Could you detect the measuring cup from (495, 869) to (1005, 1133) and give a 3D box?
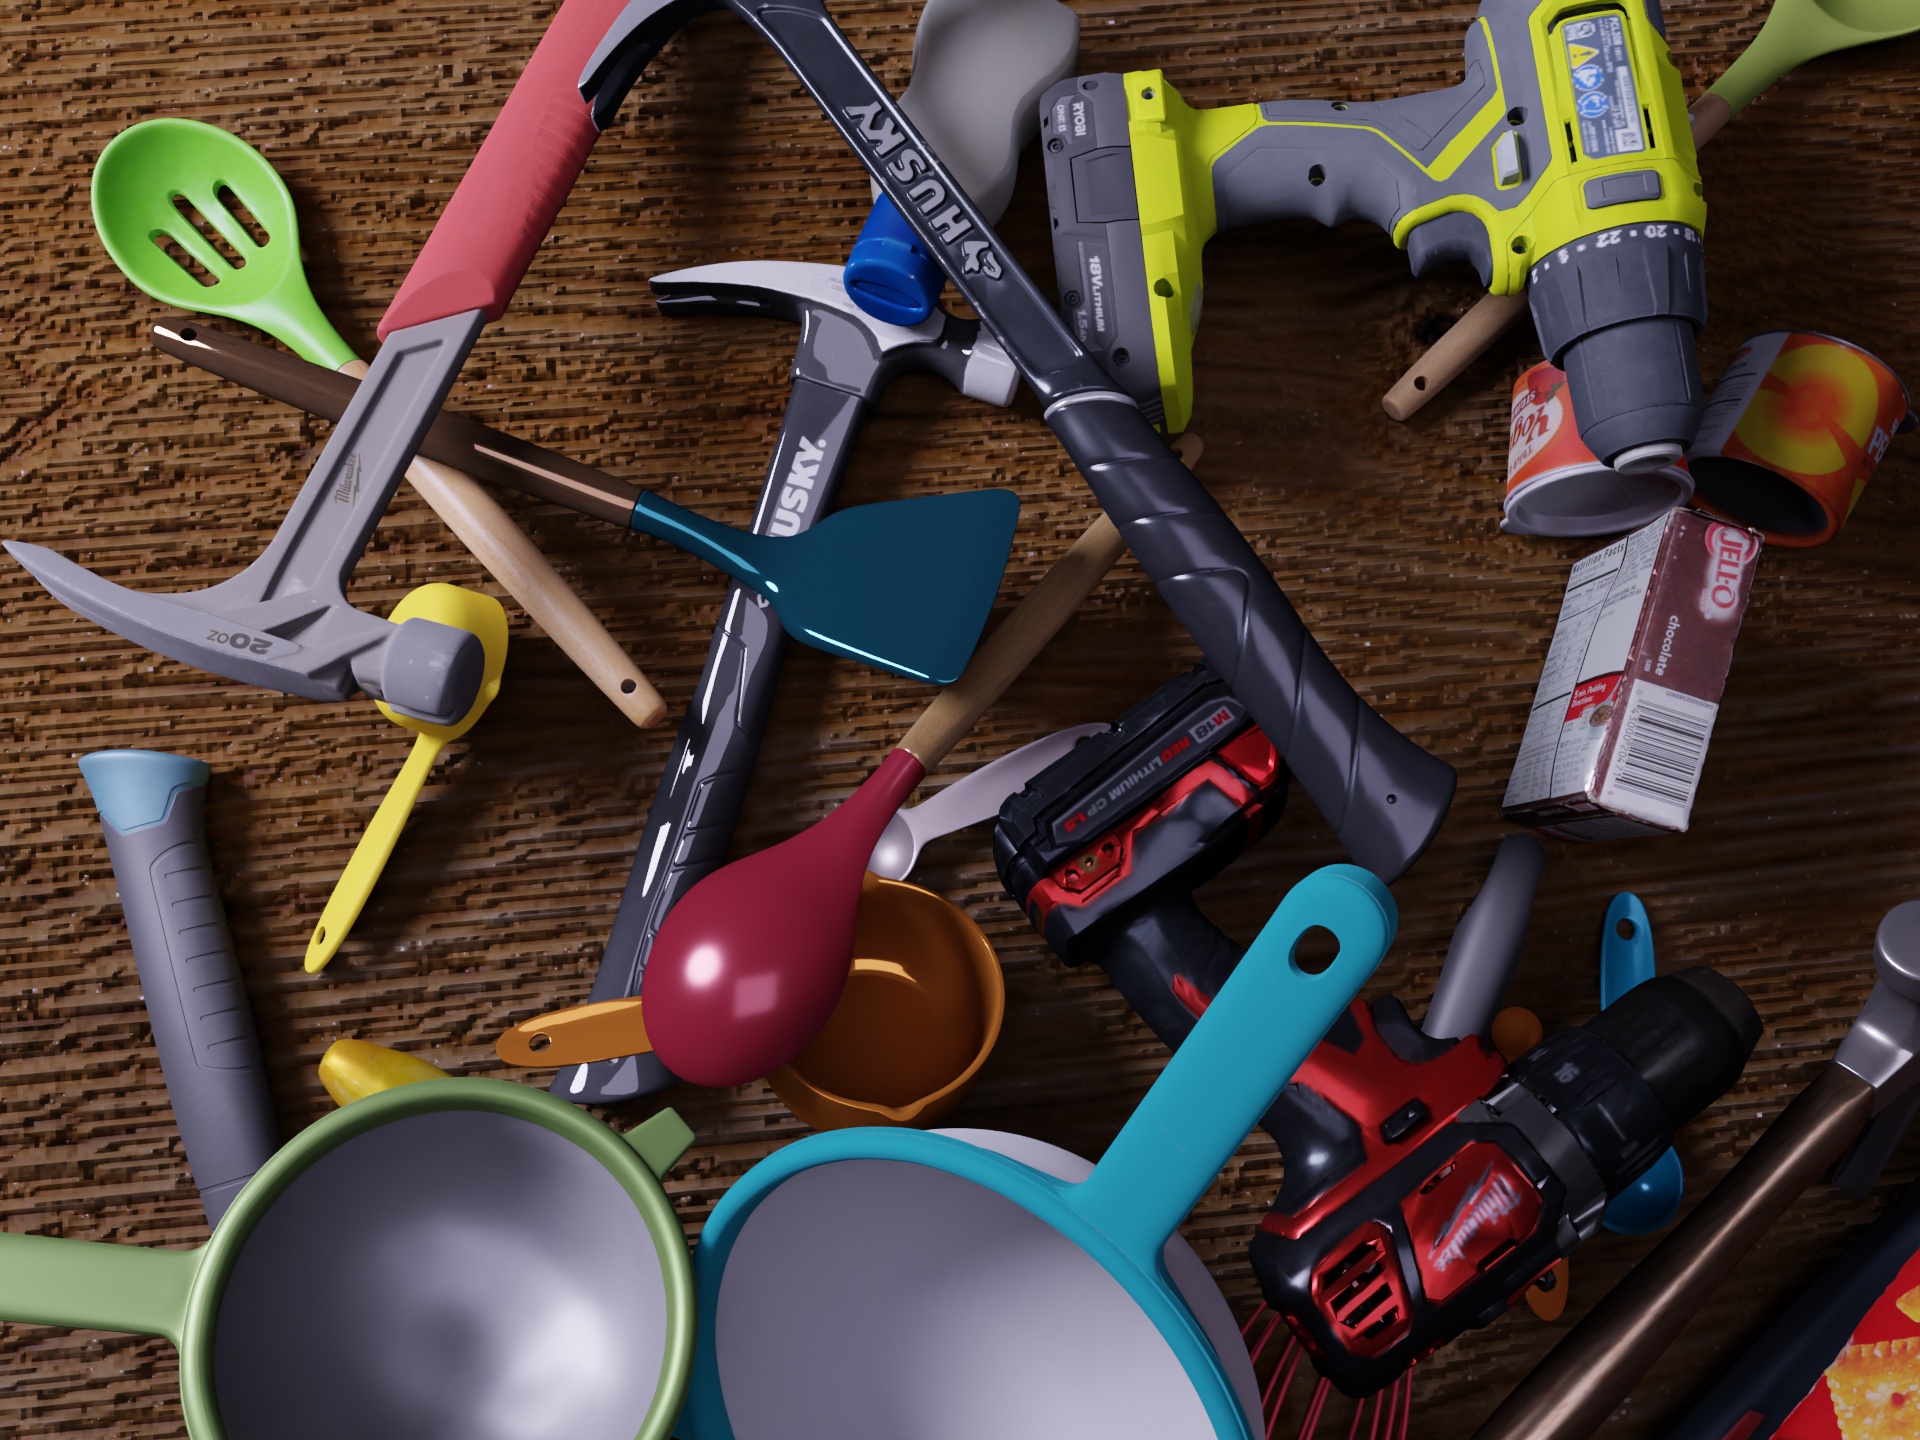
[{"bbox_3d":[-0.072,0.111,0.562,0.173,0.052,0.095,-7,57,-11],"label":"measuring cup"}]

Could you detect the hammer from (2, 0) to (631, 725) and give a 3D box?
[{"bbox_3d":[-0.180,-0.173,0.571,0.149,0.036,0.359,17,66,3],"label":"hammer"}]

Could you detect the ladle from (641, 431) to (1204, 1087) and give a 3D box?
[{"bbox_3d":[-0.001,-0.002,0.573,0.069,0.031,0.315,31,65,21],"label":"ladle"}]

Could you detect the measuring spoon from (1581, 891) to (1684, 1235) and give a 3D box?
[{"bbox_3d":[0.252,0.130,0.611,0.042,0.021,0.129,8,73,0],"label":"measuring spoon"}]

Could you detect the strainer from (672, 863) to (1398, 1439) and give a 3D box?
[{"bbox_3d":[0.044,0.168,0.502,0.211,0.095,0.340,38,116,18],"label":"strainer"}]

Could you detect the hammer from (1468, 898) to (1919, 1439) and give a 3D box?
[{"bbox_3d":[0.228,0.206,0.539,0.331,0.129,0.031,-42,49,-9],"label":"hammer"}]

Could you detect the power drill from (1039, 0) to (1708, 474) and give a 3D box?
[{"bbox_3d":[0.152,-0.173,0.584,0.228,0.080,0.191,-7,79,10],"label":"power drill"}]

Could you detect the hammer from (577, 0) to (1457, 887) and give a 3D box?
[{"bbox_3d":[0.028,-0.118,0.537,0.149,0.036,0.409,-35,82,-3],"label":"hammer"}]

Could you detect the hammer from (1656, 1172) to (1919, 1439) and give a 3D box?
[{"bbox_3d":[0.224,0.292,0.575,0.386,0.038,0.143,-42,84,-6],"label":"hammer"}]

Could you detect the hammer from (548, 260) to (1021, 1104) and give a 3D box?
[{"bbox_3d":[-0.090,-0.017,0.605,0.146,0.035,0.335,17,83,0],"label":"hammer"}]

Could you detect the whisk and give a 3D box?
[{"bbox_3d":[0.156,0.176,0.579,0.073,0.073,0.296,25,78,1],"label":"whisk"}]

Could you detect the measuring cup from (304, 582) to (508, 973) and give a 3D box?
[{"bbox_3d":[-0.216,0.021,0.587,0.029,0.062,0.156,26,90,-43],"label":"measuring cup"}]

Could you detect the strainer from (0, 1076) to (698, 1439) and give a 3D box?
[{"bbox_3d":[-0.213,0.185,0.489,0.256,0.069,0.152,13,56,-16],"label":"strainer"}]

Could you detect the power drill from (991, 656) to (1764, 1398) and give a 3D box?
[{"bbox_3d":[0.138,0.085,0.549,0.188,0.080,0.227,-35,70,-7],"label":"power drill"}]

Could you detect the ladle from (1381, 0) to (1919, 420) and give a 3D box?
[{"bbox_3d":[0.290,-0.234,0.637,0.320,0.062,0.078,-43,86,-4],"label":"ladle"}]

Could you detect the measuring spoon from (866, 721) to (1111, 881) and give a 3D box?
[{"bbox_3d":[0.006,0.031,0.615,0.124,0.018,0.034,-24,84,-12],"label":"measuring spoon"}]

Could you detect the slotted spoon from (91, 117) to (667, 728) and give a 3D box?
[{"bbox_3d":[-0.217,-0.111,0.600,0.070,0.031,0.314,-42,80,-10],"label":"slotted spoon"}]

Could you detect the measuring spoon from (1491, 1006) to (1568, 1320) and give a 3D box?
[{"bbox_3d":[0.218,0.168,0.603,0.021,0.011,0.117,-4,83,-3],"label":"measuring spoon"}]

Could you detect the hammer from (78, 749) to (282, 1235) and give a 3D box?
[{"bbox_3d":[-0.258,0.166,0.576,0.128,0.033,0.331,-17,83,-5],"label":"hammer"}]

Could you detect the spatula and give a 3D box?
[{"bbox_3d":[-0.139,-0.091,0.569,0.317,0.044,0.082,20,67,-1],"label":"spatula"}]
